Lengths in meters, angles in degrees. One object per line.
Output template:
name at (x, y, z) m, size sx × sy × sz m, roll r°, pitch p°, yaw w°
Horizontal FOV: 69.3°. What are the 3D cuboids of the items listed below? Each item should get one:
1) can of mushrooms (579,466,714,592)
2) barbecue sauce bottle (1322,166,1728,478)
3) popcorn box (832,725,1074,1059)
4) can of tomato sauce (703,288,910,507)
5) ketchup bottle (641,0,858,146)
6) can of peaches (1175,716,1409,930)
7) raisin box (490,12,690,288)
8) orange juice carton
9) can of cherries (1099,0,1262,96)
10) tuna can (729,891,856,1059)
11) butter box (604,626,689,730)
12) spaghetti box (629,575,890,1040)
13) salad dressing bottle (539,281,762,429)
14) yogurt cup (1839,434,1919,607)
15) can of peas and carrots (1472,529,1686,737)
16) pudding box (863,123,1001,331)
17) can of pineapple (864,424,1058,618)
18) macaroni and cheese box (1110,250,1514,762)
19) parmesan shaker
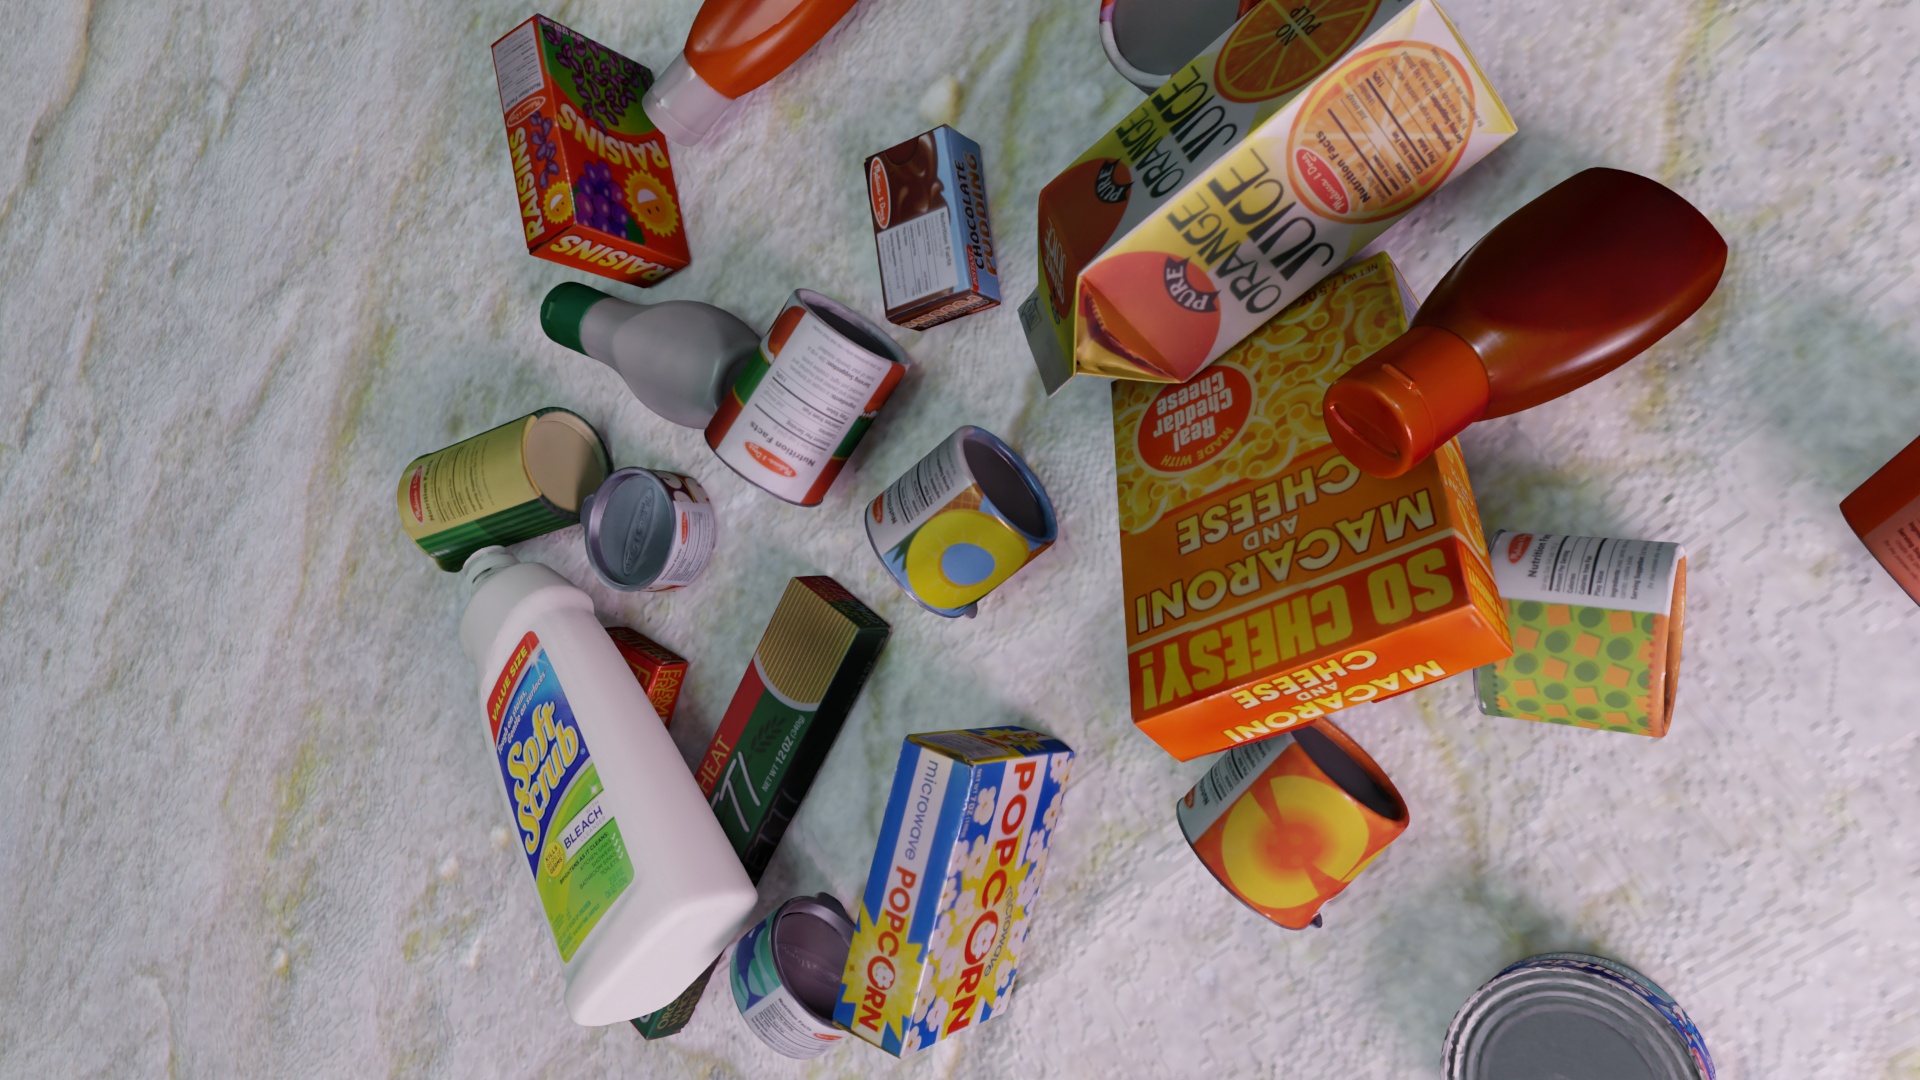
can of mushrooms at (-0.166, -0.006, 0.736) m, size 0.071 × 0.033 × 0.071 m, roll -2°, pitch 86°, yaw 32°
barbecue sauce bottle at (0.184, -0.072, 0.461) m, size 0.149 × 0.043 × 0.065 m, roll -32°, pitch 59°, yaw -22°
popcorn box at (-0.001, 0.144, 0.589) m, size 0.038 × 0.085 × 0.126 m, roll 17°, pitch 95°, yaw 31°
can of tomato sauce at (-0.073, -0.069, 0.665) m, size 0.071 × 0.071 × 0.083 m, roll 44°, pitch 108°, yaw 27°
ketchup bottle at (-0.105, -0.267, 0.713) m, size 0.148 × 0.043 × 0.065 m, roll -39°, pitch 66°, yaw 24°
can of peaches at (0.127, 0.103, 0.524) m, size 0.071 × 0.071 × 0.058 m, roll 47°, pitch 110°, yaw 26°
raisin box at (-0.197, -0.204, 0.741) m, size 0.040 × 0.086 × 0.123 m, roll -21°, pitch 75°, yaw 28°
orange juice carton at (0.100, -0.131, 0.532) m, size 0.192 × 0.073 × 0.072 m, roll -37°, pitch 37°, yaw 20°
can of cherries at (0.100, -0.212, 0.570) m, size 0.071 × 0.058 × 0.071 m, roll -3°, pitch 85°, yaw 33°
tuna can at (-0.072, 0.200, 0.642) m, size 0.032 × 0.071 × 0.071 m, roll -41°, pitch 66°, yaw 24°
butter box at (-0.185, 0.102, 0.744) m, size 0.053 × 0.024 × 0.103 m, roll 24°, pitch 99°, yaw 33°
spaghetti box at (-0.112, 0.136, 0.693) m, size 0.050 × 0.029 × 0.249 m, roll 35°, pitch 104°, yaw 31°
salad dressing bottle at (-0.165, -0.103, 0.738) m, size 0.148 × 0.044 × 0.064 m, roll 24°, pitch 101°, yaw 33°
yogurt cup at (0.309, -0.006, 0.419) m, size 0.053 × 0.072 × 0.072 m, roll -45°, pitch 65°, yaw 31°
can of peas and carrots at (0.213, 0.033, 0.476) m, size 0.058 × 0.071 × 0.071 m, roll 5°, pitch 89°, yaw 32°
pudding box at (-0.013, -0.146, 0.653) m, size 0.049 × 0.030 × 0.084 m, roll -15°, pitch 78°, yaw 32°
can of pineapple at (0.002, -0.008, 0.612) m, size 0.057 × 0.071 × 0.071 m, roll -39°, pitch 67°, yaw 24°
macaroni and cheese box at (0.120, -0.014, 0.508) m, size 0.123 × 0.040 × 0.167 m, roll -24°, pitch 44°, yaw 29°
parmesan shaker at (-0.252, -0.027, 0.774) m, size 0.103 × 0.071 × 0.071 m, roll -15°, pitch 79°, yaw 30°
